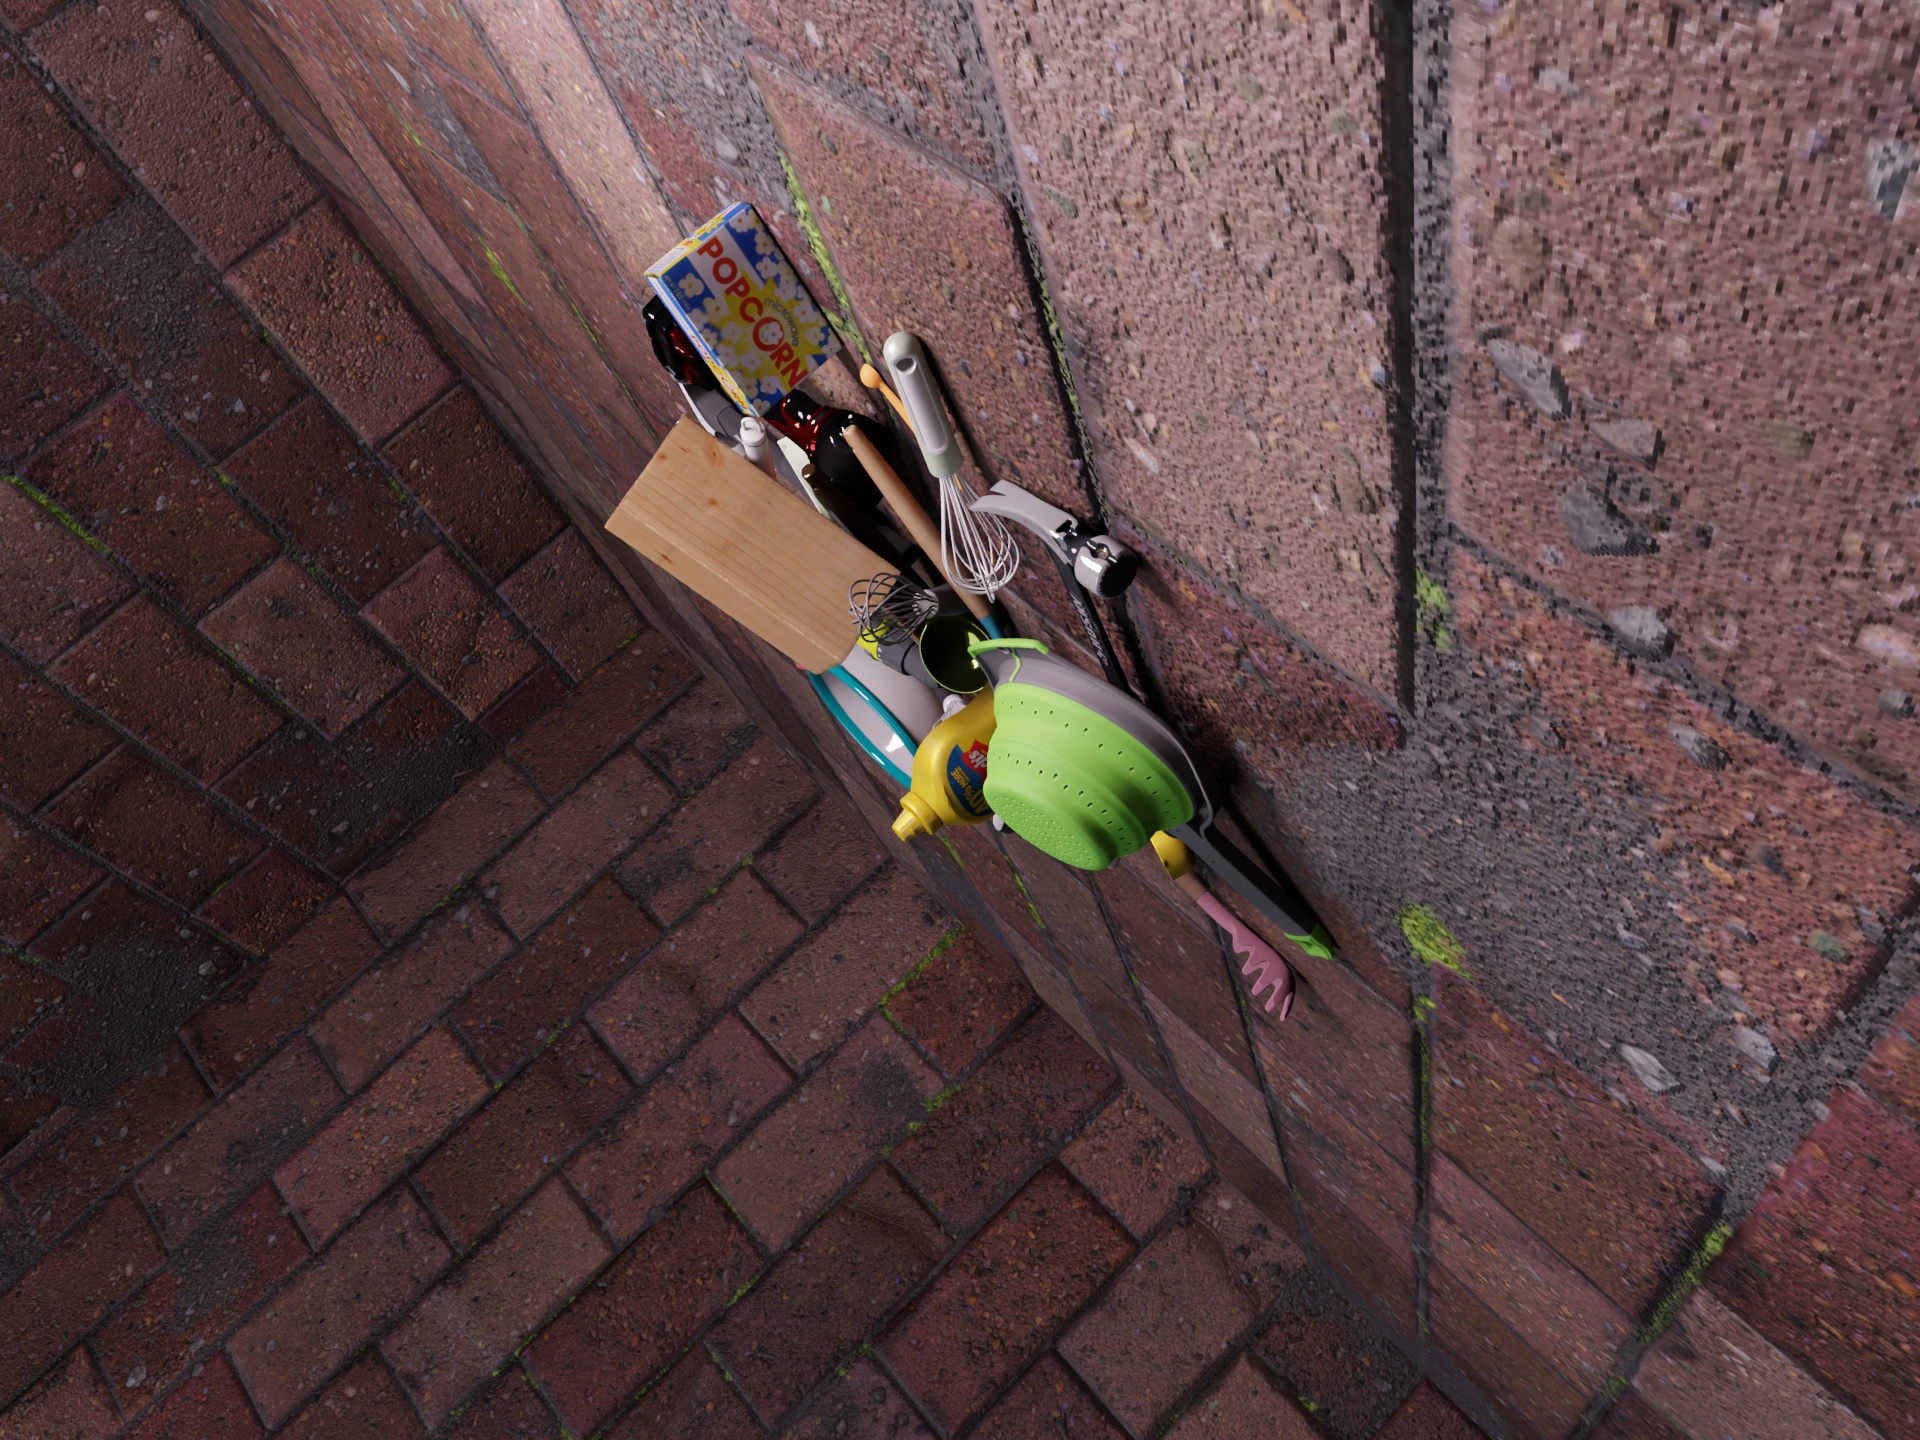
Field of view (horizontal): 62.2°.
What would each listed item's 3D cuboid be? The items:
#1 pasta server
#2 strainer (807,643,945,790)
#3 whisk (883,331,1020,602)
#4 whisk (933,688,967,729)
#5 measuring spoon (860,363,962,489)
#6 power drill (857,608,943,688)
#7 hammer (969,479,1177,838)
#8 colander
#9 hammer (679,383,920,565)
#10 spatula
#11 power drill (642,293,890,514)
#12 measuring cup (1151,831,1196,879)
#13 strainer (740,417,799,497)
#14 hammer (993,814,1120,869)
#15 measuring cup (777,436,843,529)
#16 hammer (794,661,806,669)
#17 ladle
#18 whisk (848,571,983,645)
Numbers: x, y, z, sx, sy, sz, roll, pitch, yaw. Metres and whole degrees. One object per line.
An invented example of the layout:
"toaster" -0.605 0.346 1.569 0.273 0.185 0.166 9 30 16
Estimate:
"pasta server" 0.201 0.150 1.484 0.316 0.040 0.060 46 171 15
"strainer" -0.105 -0.066 1.763 0.340 0.095 0.211 54 165 -22
"whisk" -0.008 -0.173 1.119 0.246 0.058 0.059 66 -169 -48
"whisk" -0.002 -0.006 1.559 0.070 0.070 0.285 50 -174 -16
"measuring spoon" -0.036 -0.213 1.167 0.117 0.011 0.021 50 169 -13
"power drill" -0.108 -0.116 1.545 0.191 0.080 0.228 38 -179 30
"hammer" 0.116 -0.026 1.191 0.149 0.036 0.408 41 168 38
"colander" 0.142 0.096 1.218 0.396 0.094 0.204 41 162 -22
"hammer" -0.153 -0.234 1.497 0.335 0.035 0.146 40 168 33
"spatula" 0.013 -0.111 1.244 0.317 0.044 0.082 52 171 -26
"power drill" -0.145 -0.261 1.262 0.220 0.078 0.143 43 170 4
"measuring cup" 0.163 0.066 1.375 0.062 0.029 0.156 -94 -22 -75
"strainer" -0.155 -0.190 1.294 0.087 0.050 0.258 14 166 3
"hammer" 0.061 0.065 1.592 0.127 0.034 0.337 19 -171 -16
"measuring cup" -0.107 -0.194 1.364 0.168 0.038 0.083 55 177 43
"hammer" -0.251 -0.170 2.110 0.143 0.038 0.386 45 169 19
"ladle" -0.051 -0.113 1.321 0.078 0.062 0.319 2 157 28
"whisk" -0.029 -0.093 1.248 0.055 0.055 0.239 46 -160 9
